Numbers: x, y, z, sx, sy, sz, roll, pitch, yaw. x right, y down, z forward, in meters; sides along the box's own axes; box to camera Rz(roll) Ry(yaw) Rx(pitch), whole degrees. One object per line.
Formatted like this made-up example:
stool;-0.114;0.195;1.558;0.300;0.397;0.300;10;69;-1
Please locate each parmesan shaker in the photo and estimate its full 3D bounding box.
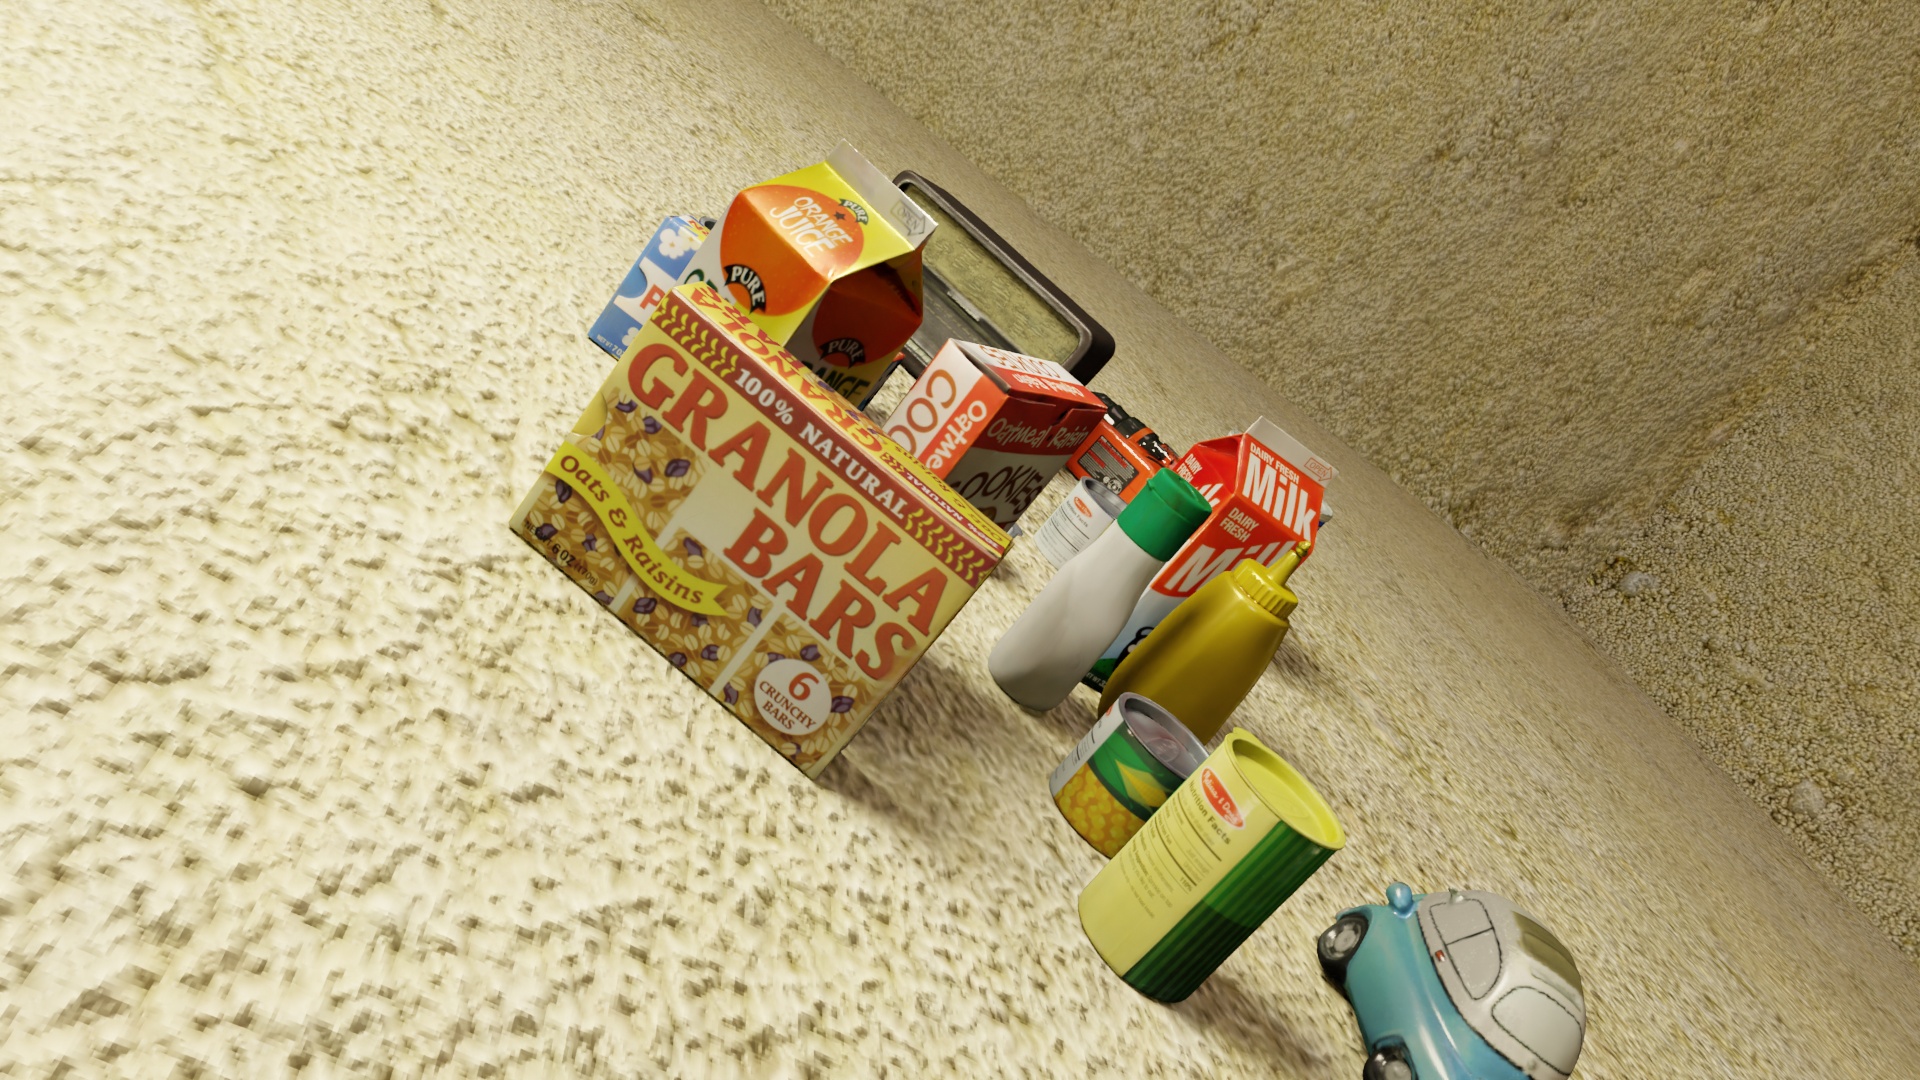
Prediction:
parmesan shaker;0.107;0.142;0.610;0.071;0.102;0.071;35;18;-13

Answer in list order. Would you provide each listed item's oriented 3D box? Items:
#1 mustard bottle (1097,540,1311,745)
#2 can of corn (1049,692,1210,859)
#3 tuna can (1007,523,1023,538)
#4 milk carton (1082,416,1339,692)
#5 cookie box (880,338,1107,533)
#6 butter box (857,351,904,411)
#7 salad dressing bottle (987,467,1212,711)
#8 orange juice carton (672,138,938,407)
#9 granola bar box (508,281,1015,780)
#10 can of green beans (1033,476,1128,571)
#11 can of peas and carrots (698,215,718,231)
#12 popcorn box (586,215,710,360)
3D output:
mustard bottle;0.147;0.059;0.796;0.065;0.159;0.049;31;19;-26
can of corn;0.089;0.122;0.696;0.071;0.058;0.071;35;18;-13
tuna can;0.003;-0.011;0.891;0.071;0.032;0.071;35;18;-13
milk carton;0.146;0.012;0.859;0.072;0.190;0.074;31;19;-25
cookie box;-0.015;-0.011;0.635;0.040;0.167;0.123;45;18;17
butter box;-0.075;-0.108;0.941;0.024;0.053;0.104;40;18;4
salad dressing bottle;0.076;0.027;0.755;0.044;0.147;0.064;34;18;-18
orange juice carton;-0.089;-0.086;0.631;0.072;0.192;0.073;48;19;26
granola bar box;-0.081;-0.003;0.558;0.165;0.124;0.039;40;17;1
can of green beans;0.096;-0.004;1.017;0.071;0.057;0.071;35;18;-13
can of peas and carrots;-0.159;-0.168;0.910;0.071;0.058;0.071;35;18;-13
popcorn box;-0.132;-0.111;0.782;0.126;0.085;0.038;38;17;-4
